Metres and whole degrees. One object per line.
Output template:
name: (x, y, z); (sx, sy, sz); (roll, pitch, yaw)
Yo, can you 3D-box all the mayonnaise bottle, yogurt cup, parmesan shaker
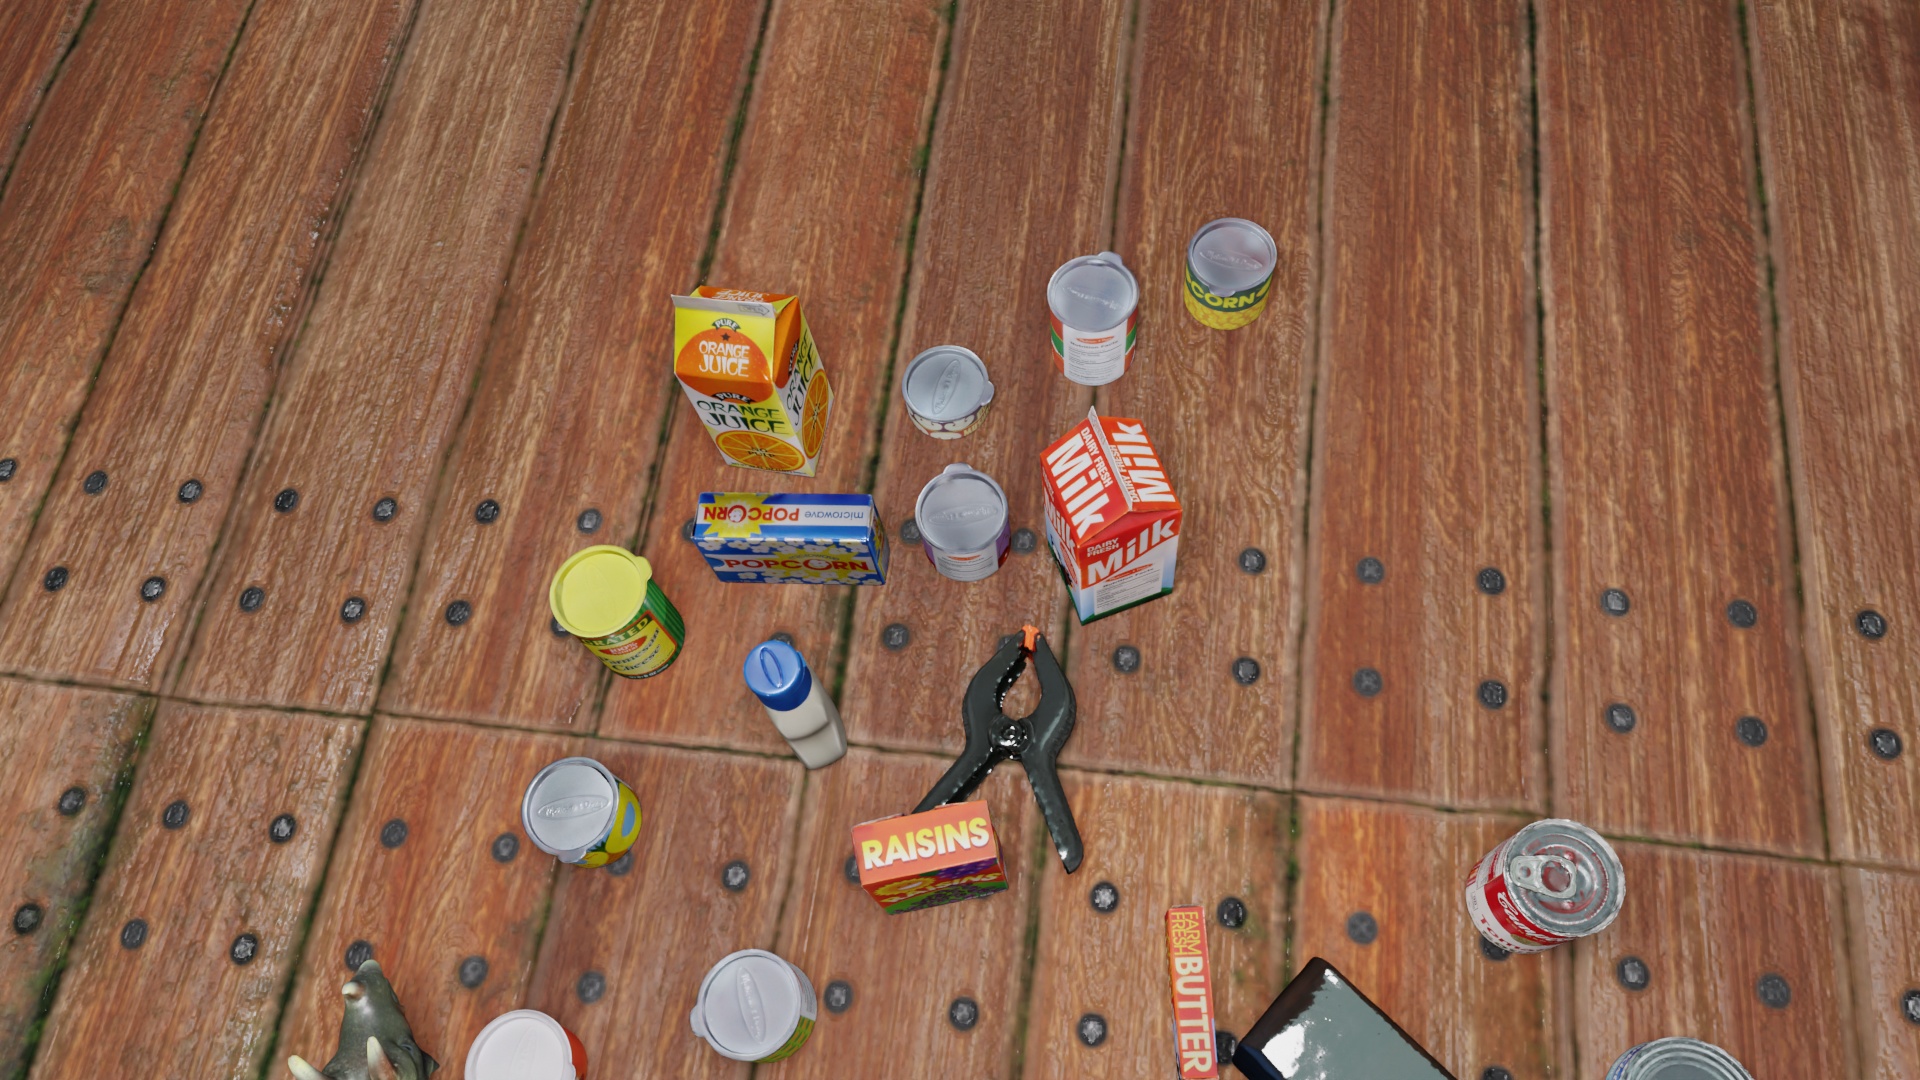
mayonnaise bottle: (-0.110, 0.105, 0.918); (0.041, 0.147, 0.065); (-25, 67, -5)
yogurt cup: (-0.273, 0.337, 0.886); (0.072, 0.053, 0.072); (-2, 67, 5)
parmesan shaker: (-0.236, 0.052, 0.978); (0.071, 0.102, 0.071); (-2, 67, 5)

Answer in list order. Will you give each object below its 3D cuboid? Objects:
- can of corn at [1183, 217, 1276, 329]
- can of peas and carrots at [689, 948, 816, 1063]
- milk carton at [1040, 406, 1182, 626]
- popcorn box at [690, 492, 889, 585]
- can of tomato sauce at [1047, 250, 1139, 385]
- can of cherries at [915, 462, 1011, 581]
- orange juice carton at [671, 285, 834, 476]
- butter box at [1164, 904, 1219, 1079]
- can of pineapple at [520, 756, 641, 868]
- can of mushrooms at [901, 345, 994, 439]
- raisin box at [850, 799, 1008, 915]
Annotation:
can of corn: (0.206, -0.202, 1.069); (0.071, 0.058, 0.071); (-2, 67, 5)
can of peas and carrots: (-0.131, 0.299, 0.886); (0.071, 0.058, 0.071); (-2, 67, 5)
milk carton: (0.100, -0.016, 0.927); (0.073, 0.190, 0.072); (-20, 67, -3)
popcorn box: (-0.119, 0.000, 0.999); (0.127, 0.085, 0.038); (1, 67, 6)
can of tomato sauce: (0.101, -0.167, 1.050); (0.071, 0.082, 0.071); (-2, 67, 5)
can of cherries: (0.004, -0.013, 1.007); (0.071, 0.058, 0.072); (-2, 67, 5)
orange juice carton: (-0.148, -0.121, 0.995); (0.072, 0.192, 0.073); (8, 68, 9)
butter box: (0.144, 0.284, 0.869); (0.024, 0.053, 0.104); (-3, 67, 4)
can of pineapple: (-0.257, 0.188, 0.946); (0.071, 0.057, 0.071); (-2, 67, 5)
can of mushrooms: (-0.008, -0.112, 1.064); (0.071, 0.033, 0.071); (-2, 67, 5)
raisin box: (-0.016, 0.202, 0.881); (0.086, 0.123, 0.040); (-12, 67, 1)
